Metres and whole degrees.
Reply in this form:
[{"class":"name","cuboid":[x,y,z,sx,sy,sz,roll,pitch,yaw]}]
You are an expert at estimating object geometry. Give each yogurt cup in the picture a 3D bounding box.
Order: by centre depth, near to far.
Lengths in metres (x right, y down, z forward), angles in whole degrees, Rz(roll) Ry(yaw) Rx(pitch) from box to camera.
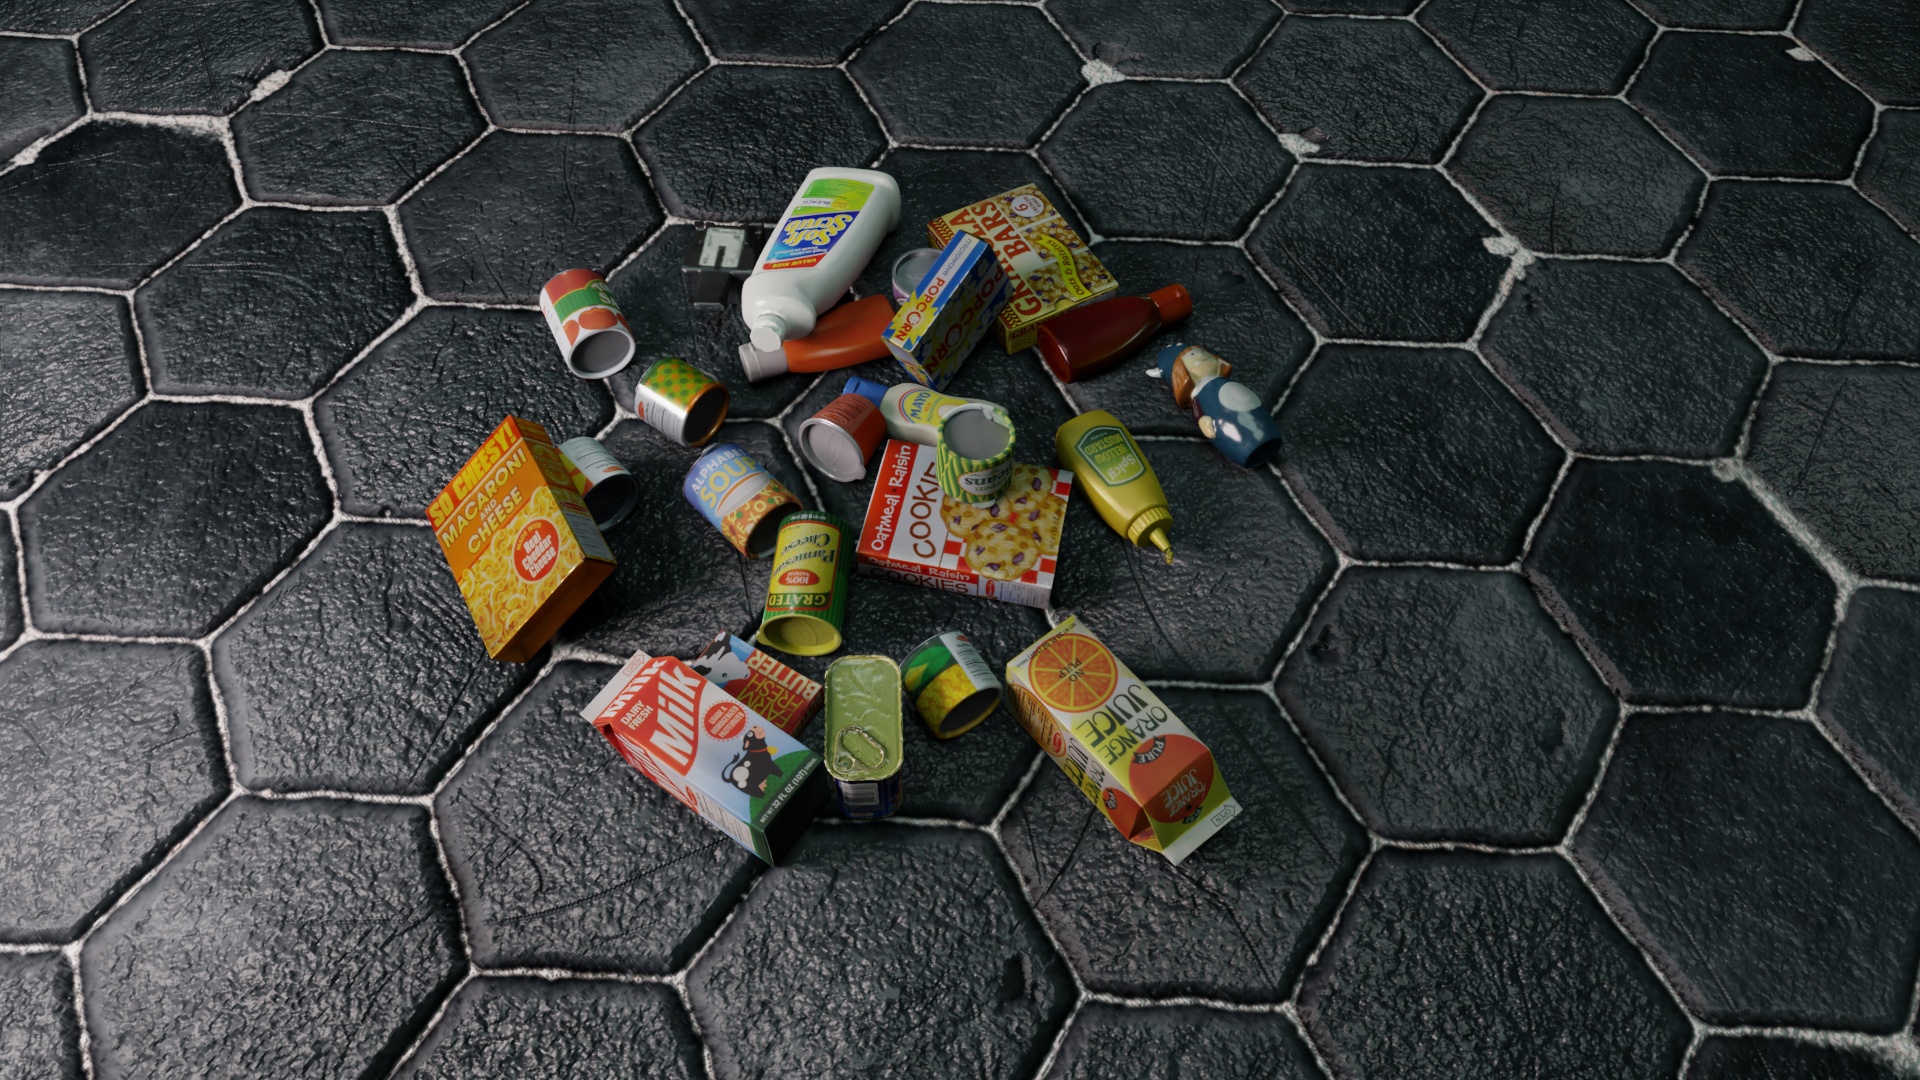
[{"class":"yogurt cup","cuboid":[-0.102,-0.094,1.232,0.072,0.072,0.054,27,52,16]}]

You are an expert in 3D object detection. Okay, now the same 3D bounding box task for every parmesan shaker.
[{"class":"parmesan shaker","cuboid":[-0.127,0.035,1.143,0.071,0.071,0.103,3,56,1]}]

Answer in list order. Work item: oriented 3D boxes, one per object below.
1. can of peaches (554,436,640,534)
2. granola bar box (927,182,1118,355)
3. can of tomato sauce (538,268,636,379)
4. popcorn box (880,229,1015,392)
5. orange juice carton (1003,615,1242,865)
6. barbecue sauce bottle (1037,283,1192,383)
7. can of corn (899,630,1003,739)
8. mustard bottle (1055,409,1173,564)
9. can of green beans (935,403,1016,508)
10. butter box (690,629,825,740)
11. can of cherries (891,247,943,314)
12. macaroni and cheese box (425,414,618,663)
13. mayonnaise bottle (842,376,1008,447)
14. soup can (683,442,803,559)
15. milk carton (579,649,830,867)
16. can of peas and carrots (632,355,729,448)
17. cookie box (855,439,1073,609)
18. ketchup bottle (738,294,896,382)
[{"class":"can of peaches","cuboid":[-0.321,-0.045,1.195,0.071,0.071,0.058,-38,65,-23]},{"class":"granola bar box","cuboid":[0.060,-0.271,1.367,0.124,0.038,0.166,-24,60,-16]},{"class":"can of tomato sauce","cuboid":[-0.347,-0.203,1.299,0.071,0.070,0.083,-23,60,-15]},{"class":"popcorn box","cuboid":[-0.009,-0.209,1.272,0.038,0.085,0.127,32,82,27]},{"class":"orange juice carton","cuboid":[0.122,0.157,1.060,0.072,0.072,0.193,-34,63,-21]},{"class":"barbecue sauce bottle","cuboid":[0.150,-0.203,1.320,0.149,0.043,0.065,-25,67,-17]},{"class":"can of corn","cuboid":[-0.010,0.115,1.092,0.071,0.070,0.058,-28,61,-18]},{"class":"mustard bottle","cuboid":[0.144,-0.043,1.209,0.065,0.048,0.161,-25,60,-15]},{"class":"can of green beans","cuboid":[0.013,-0.073,1.173,0.071,0.057,0.071,1,56,-2]},{"class":"butter box","cuboid":[-0.164,0.118,1.111,0.103,0.024,0.053,28,59,16]},{"class":"can of cherries","cuboid":[-0.033,-0.235,1.330,0.071,0.058,0.072,1,56,-1]},{"class":"macaroni and cheese box","cuboid":[-0.364,-0.002,1.143,0.123,0.040,0.167,-44,60,15]},{"class":"mayonnaise bottle","cuboid":[-0.034,-0.111,1.256,0.148,0.041,0.065,18,59,10]},{"class":"soup can","cuboid":[-0.185,-0.035,1.185,0.071,0.071,0.084,-39,65,-23]},{"class":"milk carton","cuboid":[-0.196,0.156,1.055,0.191,0.073,0.072,30,61,18]},{"class":"can of peas and carrots","cuboid":[-0.248,-0.126,1.249,0.059,0.070,0.071,31,61,18]},{"class":"cookie box","cuboid":[0.004,-0.015,1.194,0.167,0.040,0.123,10,56,5]},{"class":"ketchup bottle","cuboid":[-0.132,-0.186,1.304,0.149,0.043,0.065,-18,52,-12]}]
